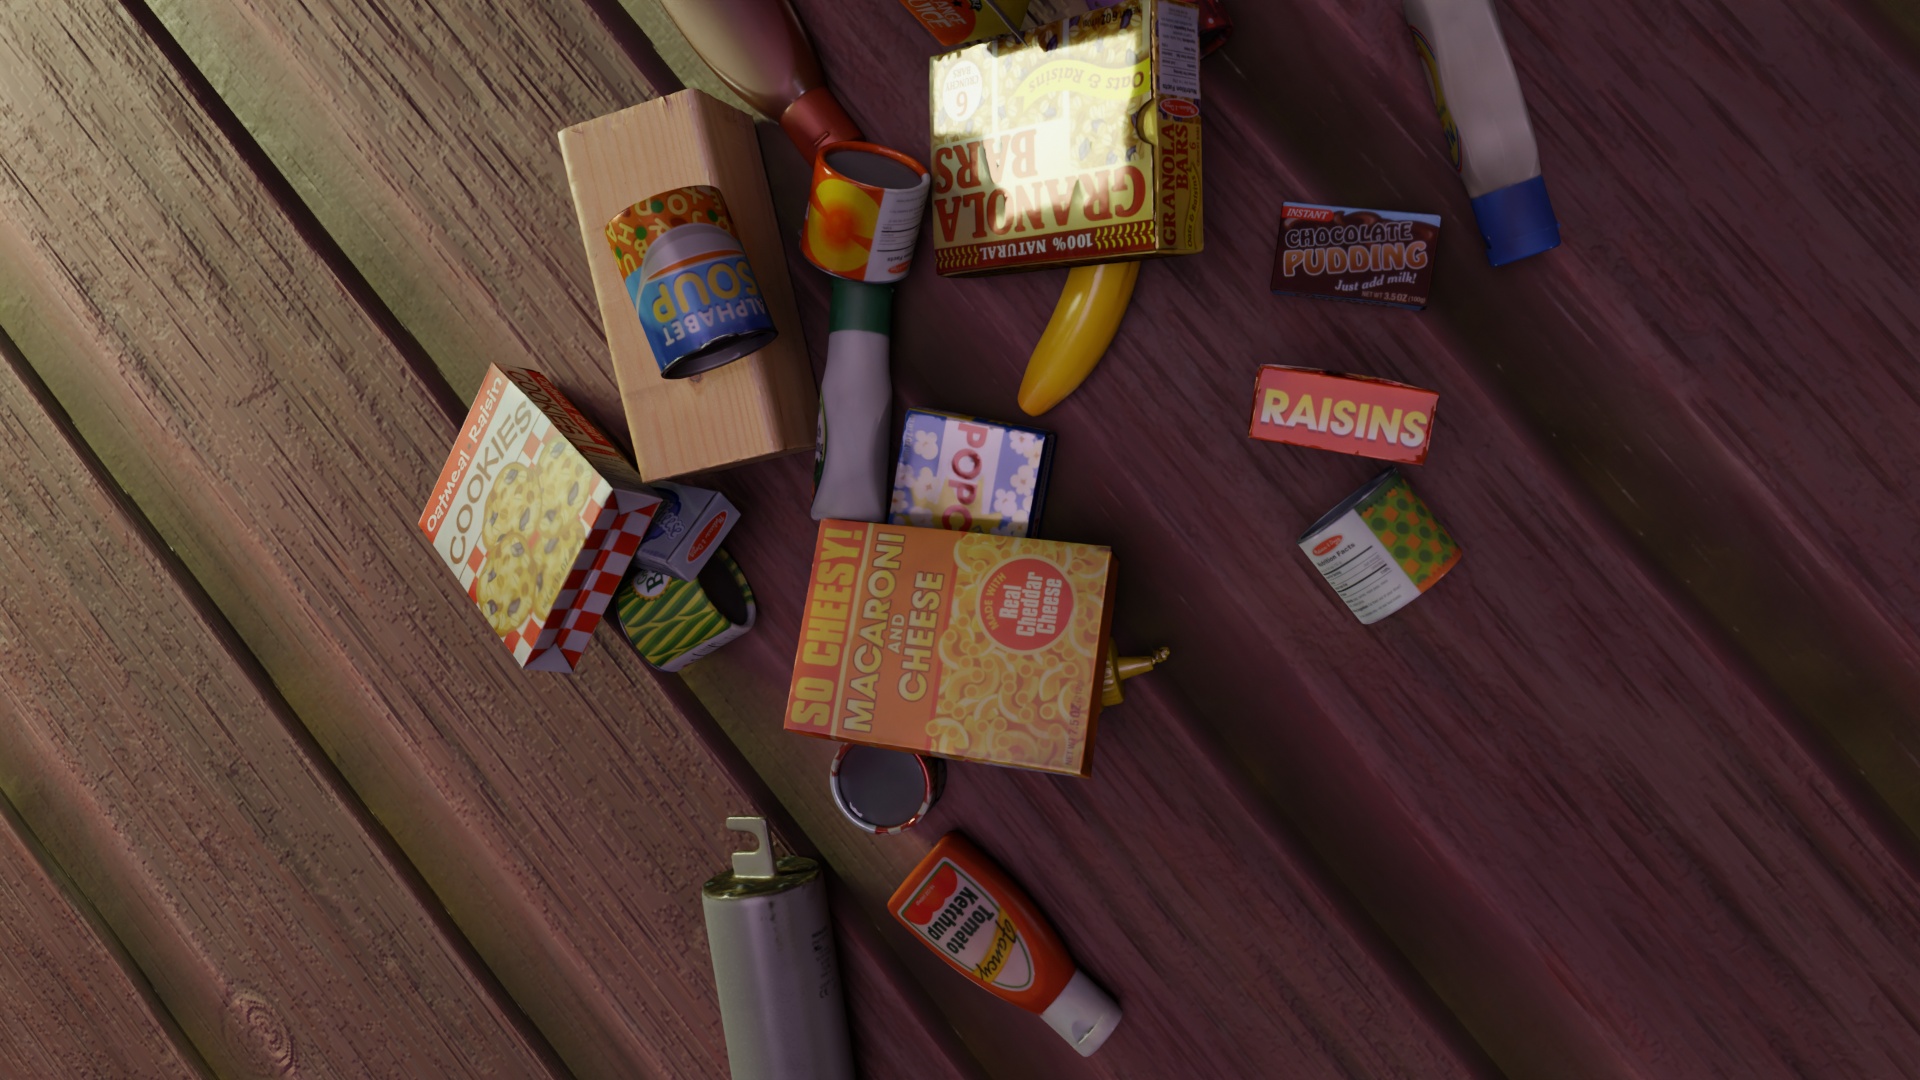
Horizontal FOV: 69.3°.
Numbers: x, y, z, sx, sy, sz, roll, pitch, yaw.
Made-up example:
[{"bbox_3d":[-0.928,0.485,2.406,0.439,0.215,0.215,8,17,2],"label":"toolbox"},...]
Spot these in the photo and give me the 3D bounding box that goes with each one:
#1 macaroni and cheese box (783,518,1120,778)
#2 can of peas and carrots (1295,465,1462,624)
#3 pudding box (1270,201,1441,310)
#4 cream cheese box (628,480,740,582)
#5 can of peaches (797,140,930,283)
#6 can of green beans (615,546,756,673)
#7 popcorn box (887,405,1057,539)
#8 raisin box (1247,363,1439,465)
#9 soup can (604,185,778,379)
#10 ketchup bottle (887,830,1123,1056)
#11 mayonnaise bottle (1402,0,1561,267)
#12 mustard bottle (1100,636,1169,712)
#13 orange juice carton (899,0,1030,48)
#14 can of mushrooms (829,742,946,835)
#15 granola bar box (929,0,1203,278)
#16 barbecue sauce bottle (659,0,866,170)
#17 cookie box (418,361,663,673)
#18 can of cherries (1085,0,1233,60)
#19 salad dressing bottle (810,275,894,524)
[{"bbox_3d":[-0.004,0.058,0.766,0.166,0.040,0.124,6,77,16],"label":"macaroni and cheese box"},{"bbox_3d":[0.226,0.002,0.746,0.071,0.071,0.059,-39,86,16],"label":"can of peas and carrots"},{"bbox_3d":[0.213,-0.154,0.750,0.084,0.030,0.049,10,97,14],"label":"pudding box"},{"bbox_3d":[-0.183,-0.009,0.837,0.104,0.024,0.053,11,60,45],"label":"cream cheese box"},{"bbox_3d":[-0.056,-0.188,0.790,0.071,0.071,0.057,25,127,11],"label":"can of peaches"},{"bbox_3d":[-0.168,0.039,0.853,0.057,0.071,0.071,-29,88,16],"label":"can of green beans"},{"bbox_3d":[0.003,-0.010,0.817,0.085,0.038,0.126,12,99,13],"label":"popcorn box"},{"bbox_3d":[0.197,-0.067,0.715,0.086,0.123,0.040,11,100,14],"label":"raisin box"},{"bbox_3d":[-0.142,-0.136,0.732,0.071,0.071,0.083,-22,91,16],"label":"soup can"},{"bbox_3d":[0.030,0.245,0.835,0.149,0.043,0.064,40,104,7],"label":"ketchup bottle"},{"bbox_3d":[0.269,-0.216,0.714,0.041,0.065,0.148,-18,95,15],"label":"mayonnaise bottle"},{"bbox_3d":[0.043,0.084,0.804,0.160,0.065,0.049,-12,88,13],"label":"mustard bottle"},{"bbox_3d":[-0.022,-0.335,0.734,0.073,0.072,0.193,-38,60,16],"label":"orange juice carton"},{"bbox_3d":[-0.043,0.143,0.848,0.071,0.033,0.071,2,96,16],"label":"can of mushrooms"},{"bbox_3d":[0.051,-0.208,0.741,0.165,0.039,0.124,5,99,47],"label":"granola bar box"},{"bbox_3d":[-0.113,-0.284,0.817,0.064,0.044,0.148,-37,86,16],"label":"barbecue sauce bottle"},{"bbox_3d":[-0.261,-0.017,0.848,0.168,0.040,0.122,40,106,38],"label":"cookie box"},{"bbox_3d":[0.106,-0.285,0.744,0.071,0.071,0.058,-23,90,16],"label":"can of cherries"},{"bbox_3d":[-0.062,-0.084,0.816,0.044,0.064,0.147,3,87,-2],"label":"salad dressing bottle"}]
